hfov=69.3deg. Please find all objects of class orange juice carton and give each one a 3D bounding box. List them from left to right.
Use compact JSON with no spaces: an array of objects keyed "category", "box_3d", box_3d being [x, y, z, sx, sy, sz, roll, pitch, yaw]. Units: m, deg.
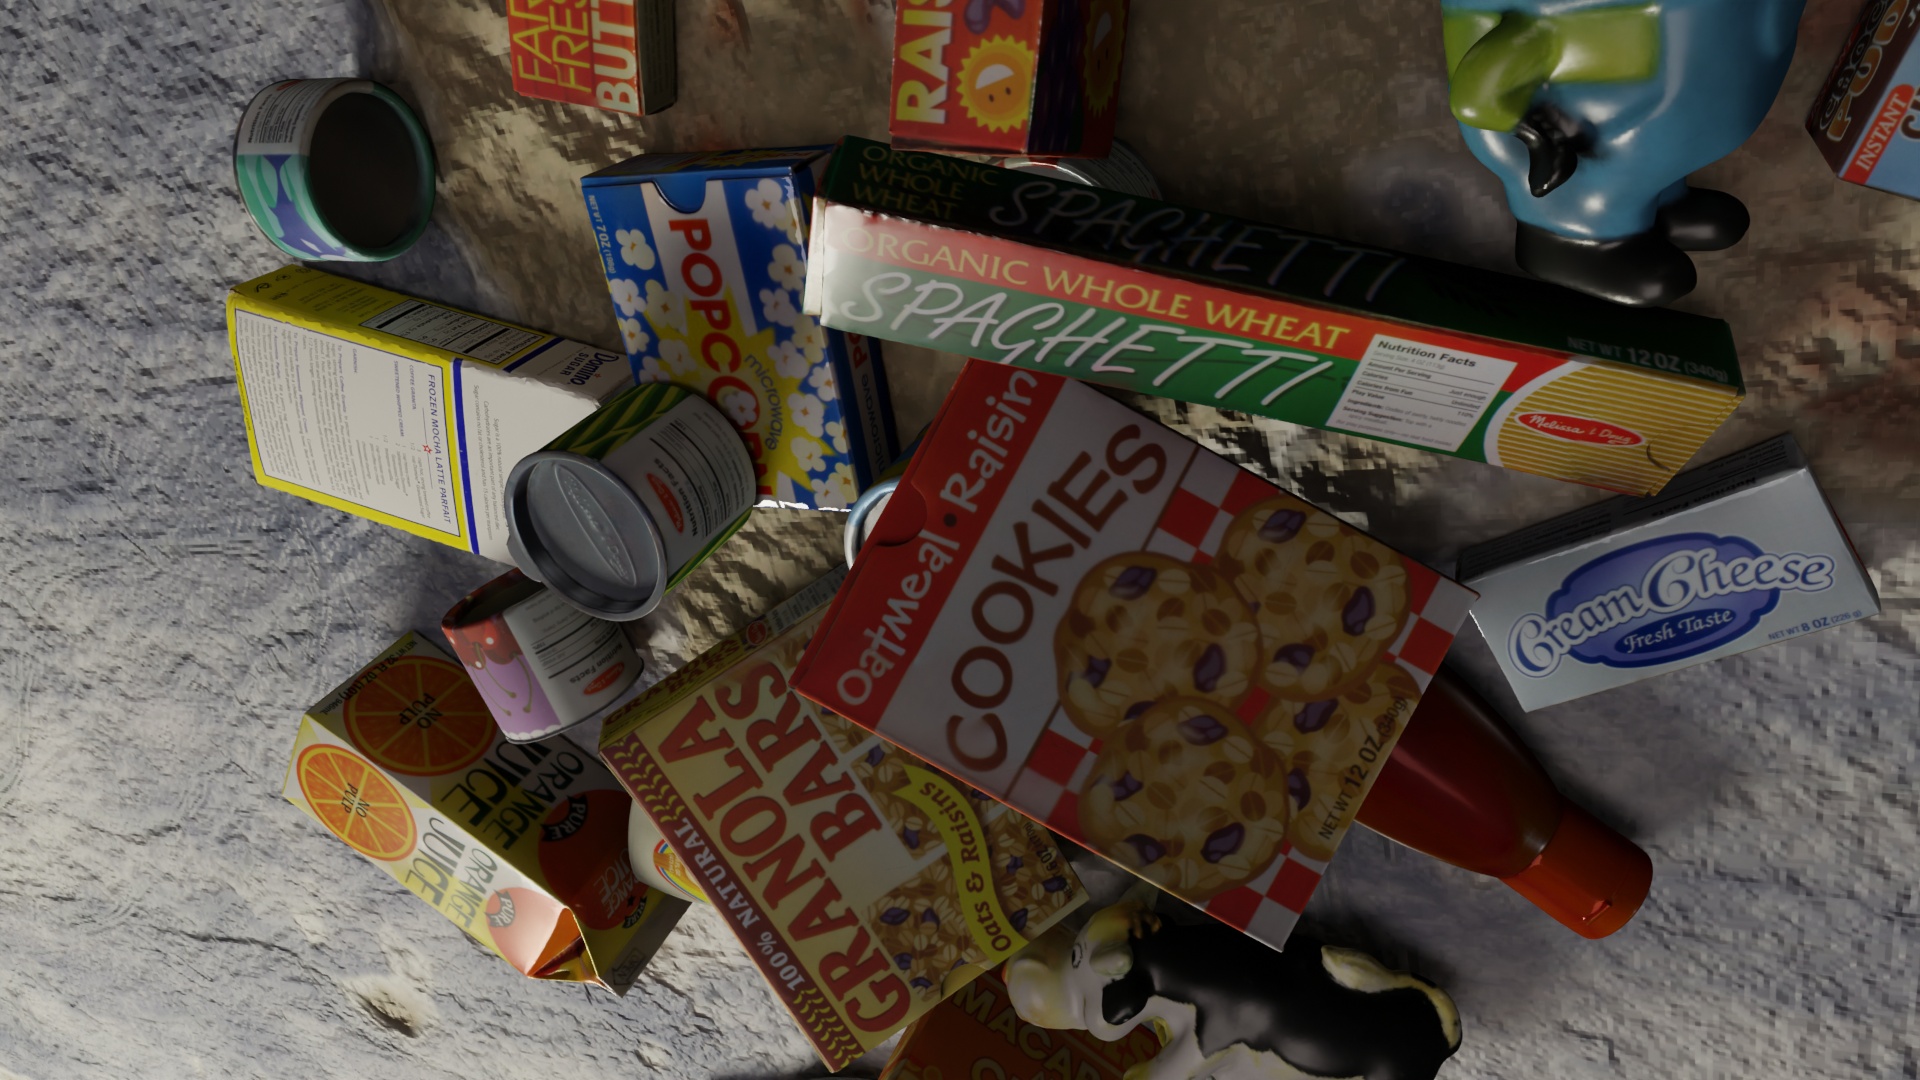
[{"category":"orange juice carton","box_3d":[-0.220,0.137,0.668,0.193,0.072,0.072,35,128,2]}]

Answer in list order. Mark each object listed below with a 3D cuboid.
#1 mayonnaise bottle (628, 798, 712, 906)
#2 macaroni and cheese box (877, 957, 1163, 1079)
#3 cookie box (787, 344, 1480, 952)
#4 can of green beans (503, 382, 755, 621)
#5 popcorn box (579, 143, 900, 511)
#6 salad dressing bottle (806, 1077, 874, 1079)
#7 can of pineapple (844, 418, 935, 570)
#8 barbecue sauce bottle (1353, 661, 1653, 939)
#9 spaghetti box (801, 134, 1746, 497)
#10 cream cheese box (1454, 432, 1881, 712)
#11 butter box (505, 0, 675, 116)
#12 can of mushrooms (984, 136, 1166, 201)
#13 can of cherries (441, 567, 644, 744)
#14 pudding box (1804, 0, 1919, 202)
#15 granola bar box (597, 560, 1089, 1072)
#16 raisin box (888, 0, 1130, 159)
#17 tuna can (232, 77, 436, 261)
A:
[{"category":"mayonnaise bottle","box_3d":[-0.078,0.150,0.628,0.148,0.041,0.064,17,123,16]},{"category":"macaroni and cheese box","box_3d":[0.019,0.253,0.566,0.124,0.167,0.040,36,128,2]},{"category":"cookie box","box_3d":[0.051,0.029,0.425,0.167,0.040,0.123,29,91,-1]},{"category":"can of green beans","box_3d":[-0.114,-0.015,0.486,0.071,0.058,0.071,13,125,20]},{"category":"popcorn box","box_3d":[-0.075,-0.073,0.494,0.085,0.038,0.126,4,121,24]},{"category":"salad dressing bottle","box_3d":[-0.089,0.315,0.733,0.147,0.044,0.064,-16,113,33]},{"category":"can of pineapple","box_3d":[0.002,-0.006,0.486,0.071,0.058,0.070,12,123,19]},{"category":"barbecue sauce bottle","box_3d":[0.162,0.078,0.472,0.148,0.044,0.064,35,119,1]},{"category":"spaghetti box","box_3d":[0.082,-0.061,0.385,0.250,0.029,0.050,12,146,0]},{"category":"cream cheese box","box_3d":[0.210,0.012,0.421,0.103,0.024,0.053,-25,105,34]},{"category":"butter box","box_3d":[-0.122,-0.194,0.452,0.053,0.024,0.103,16,124,15]},{"category":"can of mushrooms","box_3d":[0.028,-0.093,0.437,0.071,0.034,0.070,11,123,18]},{"category":"can of cherries","box_3d":[-0.181,0.045,0.598,0.071,0.072,0.058,-12,113,30]},{"category":"pudding box","box_3d":[0.230,-0.124,0.314,0.030,0.050,0.083,20,126,11]},{"category":"granola bar box","box_3d":[-0.043,0.107,0.544,0.124,0.039,0.165,-33,105,-6]},{"category":"raisin box","box_3d":[0.017,-0.160,0.350,0.040,0.086,0.123,10,107,17]},{"category":"tuna can","box_3d":[-0.227,-0.134,0.512,0.033,0.071,0.070,5,121,22]}]
